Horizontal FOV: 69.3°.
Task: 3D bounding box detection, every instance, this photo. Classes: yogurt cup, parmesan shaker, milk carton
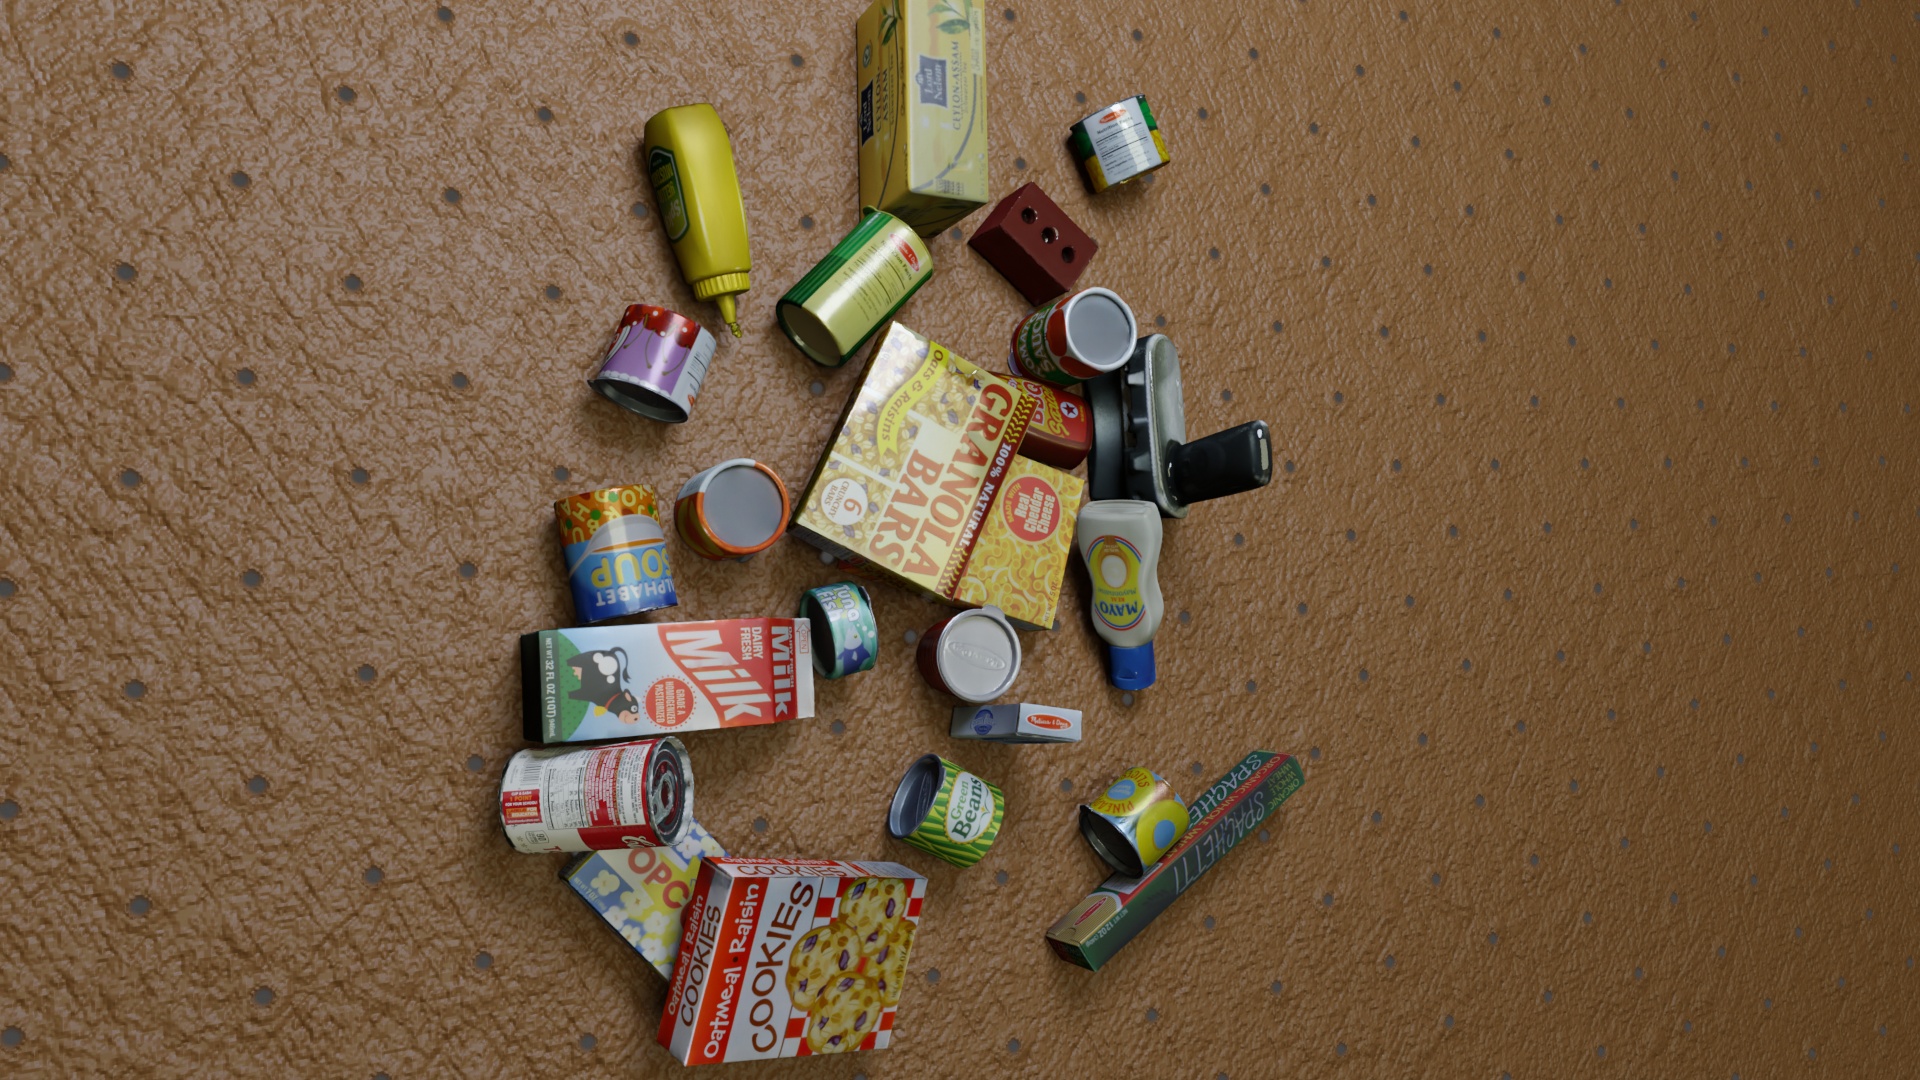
[{"bbox_3d":[0.003,0.086,1.028,0.072,0.054,0.072,3,83,-26],"label":"yogurt cup"},{"bbox_3d":[-0.079,-0.184,1.011,0.071,0.071,0.103,48,67,-15],"label":"parmesan shaker"},{"bbox_3d":[-0.188,0.090,0.921,0.191,0.073,0.072,-1,84,-27],"label":"milk carton"}]

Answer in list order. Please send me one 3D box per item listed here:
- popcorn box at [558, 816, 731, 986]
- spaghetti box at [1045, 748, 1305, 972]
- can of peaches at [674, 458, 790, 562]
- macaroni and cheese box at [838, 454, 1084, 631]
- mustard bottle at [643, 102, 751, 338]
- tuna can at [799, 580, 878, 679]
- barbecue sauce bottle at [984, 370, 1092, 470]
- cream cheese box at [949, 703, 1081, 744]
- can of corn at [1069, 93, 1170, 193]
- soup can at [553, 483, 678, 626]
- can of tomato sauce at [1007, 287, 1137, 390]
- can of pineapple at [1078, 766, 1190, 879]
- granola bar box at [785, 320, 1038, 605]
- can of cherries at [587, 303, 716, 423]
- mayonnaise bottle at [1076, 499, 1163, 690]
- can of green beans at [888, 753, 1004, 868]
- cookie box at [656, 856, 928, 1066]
[{"bbox_3d":[-0.191,0.235,0.923,0.085,0.038,0.126,-46,105,-24],"label":"popcorn box"},{"bbox_3d":[0.174,0.247,1.098,0.251,0.050,0.028,-34,102,-26],"label":"spaghetti box"},{"bbox_3d":[-0.156,-0.019,0.958,0.071,0.058,0.071,3,82,-26],"label":"can of peaches"},{"bbox_3d":[0.004,-0.013,1.047,0.166,0.040,0.124,19,75,-24],"label":"macaroni and cheese box"},{"bbox_3d":[-0.177,-0.219,0.968,0.049,0.065,0.160,-17,96,-31],"label":"mustard bottle"},{"bbox_3d":[-0.086,0.062,0.977,0.033,0.071,0.071,-13,91,-27],"label":"tuna can"},{"bbox_3d":[0.028,-0.102,1.064,0.148,0.043,0.065,16,48,-22],"label":"barbecue sauce bottle"},{"bbox_3d":[0.039,0.134,1.013,0.053,0.103,0.024,12,77,-26],"label":"cream cheese box"},{"bbox_3d":[0.131,-0.323,1.134,0.071,0.071,0.058,-27,97,-26],"label":"can of corn"},{"bbox_3d":[-0.225,0.009,0.913,0.071,0.071,0.083,-12,90,-27],"label":"soup can"},{"bbox_3d":[0.086,-0.156,1.081,0.071,0.083,0.071,3,83,-27],"label":"can of tomato sauce"},{"bbox_3d":[0.134,0.216,1.072,0.058,0.071,0.071,-37,101,-26],"label":"can of pineapple"},{"bbox_3d":[-0.032,-0.055,0.987,0.124,0.039,0.166,28,74,-15],"label":"granola bar box"},{"bbox_3d":[-0.208,-0.120,0.940,0.071,0.071,0.058,25,74,-22],"label":"can of cherries"},{"bbox_3d":[0.128,0.043,1.081,0.041,0.065,0.147,-41,128,-59],"label":"mayonnaise bottle"},{"bbox_3d":[-0.010,0.196,1.002,0.058,0.071,0.071,30,72,-21],"label":"can of green beans"},{"bbox_3d":[-0.109,0.276,0.923,0.167,0.040,0.123,14,89,-42],"label":"cookie box"}]
